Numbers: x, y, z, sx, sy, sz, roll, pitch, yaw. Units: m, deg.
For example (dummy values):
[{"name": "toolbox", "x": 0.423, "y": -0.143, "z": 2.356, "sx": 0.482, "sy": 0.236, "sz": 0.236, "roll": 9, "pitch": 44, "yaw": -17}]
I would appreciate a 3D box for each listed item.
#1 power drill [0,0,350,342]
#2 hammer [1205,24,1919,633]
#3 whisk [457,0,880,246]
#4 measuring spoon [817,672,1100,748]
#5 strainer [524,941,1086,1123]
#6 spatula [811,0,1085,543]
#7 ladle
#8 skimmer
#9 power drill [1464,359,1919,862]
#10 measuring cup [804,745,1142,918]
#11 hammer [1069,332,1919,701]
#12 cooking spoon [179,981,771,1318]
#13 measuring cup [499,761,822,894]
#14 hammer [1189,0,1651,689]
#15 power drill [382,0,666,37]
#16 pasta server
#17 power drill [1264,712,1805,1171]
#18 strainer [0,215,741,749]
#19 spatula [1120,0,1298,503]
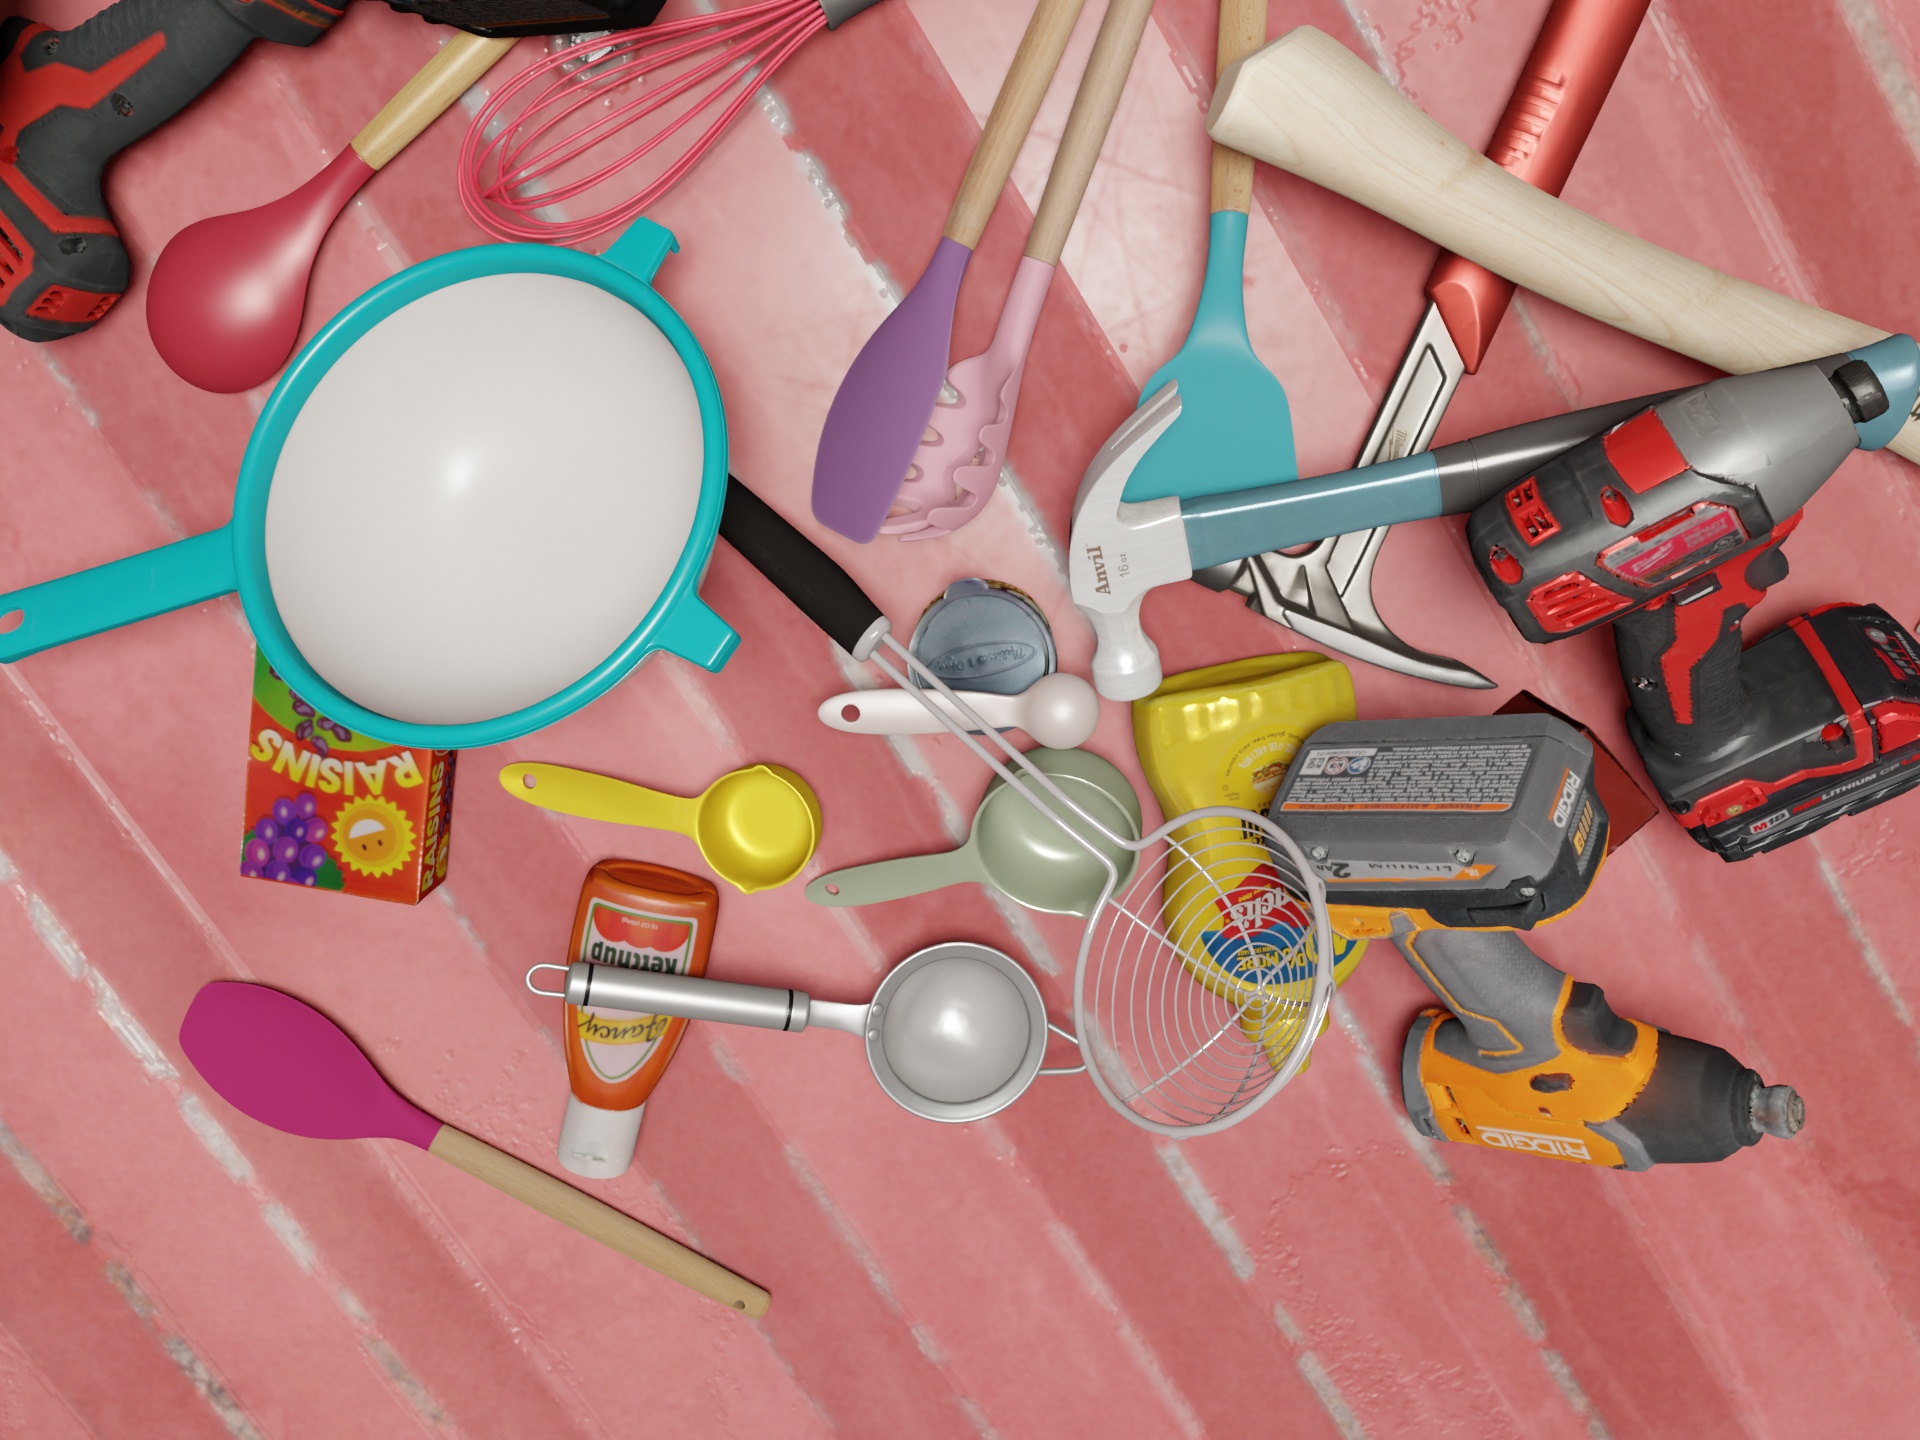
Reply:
[{"name": "power drill", "x": -0.370, "y": -0.293, "z": 0.643, "sx": 0.226, "sy": 0.080, "sz": 0.188, "roll": -40, "pitch": 92, "yaw": 14}, {"name": "hammer", "x": 0.284, "y": -0.161, "z": 0.643, "sx": 0.410, "sy": 0.038, "sz": 0.146, "roll": 19, "pitch": 103, "yaw": -12}, {"name": "whisk", "x": -0.075, "y": -0.283, "z": 0.648, "sx": 0.296, "sy": 0.073, "sz": 0.073, "roll": -30, "pitch": 101, "yaw": 2}, {"name": "measuring spoon", "x": -0.001, "y": -0.002, "z": 0.692, "sx": 0.124, "sy": 0.018, "sz": 0.034, "roll": 0, "pitch": 104, "yaw": 2}, {"name": "strainer", "x": -0.068, "y": 0.132, "z": 0.730, "sx": 0.258, "sy": 0.050, "sz": 0.087, "roll": 10, "pitch": 95, "yaw": -13}, {"name": "spatula", "x": 0.008, "y": -0.225, "z": 0.669, "sx": 0.060, "sy": 0.018, "sz": 0.316, "roll": 33, "pitch": 102, "yaw": 38}, {"name": "ladle", "x": -0.233, "y": -0.255, "z": 0.673, "sx": 0.315, "sy": 0.031, "sz": 0.069, "roll": -40, "pitch": 98, "yaw": 8}, {"name": "skimmer", "x": -0.004, "y": 0.009, "z": 0.639, "sx": 0.363, "sy": 0.090, "sz": 0.127, "roll": 42, "pitch": 111, "yaw": 12}, {"name": "power drill", "x": 0.305, "y": -0.043, "z": 0.619, "sx": 0.143, "sy": 0.079, "sz": 0.219, "roll": -31, "pitch": 132, "yaw": 24}, {"name": "measuring cup", "x": 0.005, "y": 0.057, "z": 0.737, "sx": 0.167, "sy": 0.038, "sz": 0.083, "roll": -14, "pitch": 116, "yaw": 22}, {"name": "hammer", "x": 0.204, "y": -0.097, "z": 0.637, "sx": 0.331, "sy": 0.033, "sz": 0.128, "roll": -11, "pitch": 120, "yaw": 9}, {"name": "cooking spoon", "x": -0.236, "y": 0.218, "z": 0.785, "sx": 0.319, "sy": 0.017, "sz": 0.068, "roll": 29, "pitch": 103, "yaw": -5}, {"name": "measuring cup", "x": -0.139, "y": 0.038, "z": 0.743, "sx": 0.156, "sy": 0.029, "sz": 0.062, "roll": 11, "pitch": 103, "yaw": 11}, {"name": "hammer", "x": 0.231, "y": -0.195, "z": 0.668, "sx": 0.149, "sy": 0.037, "sz": 0.359, "roll": 22, "pitch": 103, "yaw": -4}, {"name": "power drill", "x": -0.151, "y": -0.378, "z": 0.573, "sx": 0.191, "sy": 0.080, "sz": 0.228, "roll": 12, "pitch": 100, "yaw": 32}, {"name": "pasta server", "x": 0.037, "y": -0.221, "z": 0.667, "sx": 0.040, "sy": 0.060, "sz": 0.316, "roll": 12, "pitch": 103, "yaw": -37}, {"name": "power drill", "x": 0.237, "y": 0.102, "z": 0.653, "sx": 0.164, "sy": 0.084, "sz": 0.226, "roll": -3, "pitch": 132, "yaw": 43}, {"name": "strainer", "x": -0.244, "y": -0.067, "z": 0.674, "sx": 0.340, "sy": 0.095, "sz": 0.211, "roll": -14, "pitch": 74, "yaw": 10}, {"name": "spatula", "x": 0.111, "y": -0.231, "z": 0.655, "sx": 0.082, "sy": 0.044, "sz": 0.317, "roll": 5, "pitch": 93, "yaw": 12}]
